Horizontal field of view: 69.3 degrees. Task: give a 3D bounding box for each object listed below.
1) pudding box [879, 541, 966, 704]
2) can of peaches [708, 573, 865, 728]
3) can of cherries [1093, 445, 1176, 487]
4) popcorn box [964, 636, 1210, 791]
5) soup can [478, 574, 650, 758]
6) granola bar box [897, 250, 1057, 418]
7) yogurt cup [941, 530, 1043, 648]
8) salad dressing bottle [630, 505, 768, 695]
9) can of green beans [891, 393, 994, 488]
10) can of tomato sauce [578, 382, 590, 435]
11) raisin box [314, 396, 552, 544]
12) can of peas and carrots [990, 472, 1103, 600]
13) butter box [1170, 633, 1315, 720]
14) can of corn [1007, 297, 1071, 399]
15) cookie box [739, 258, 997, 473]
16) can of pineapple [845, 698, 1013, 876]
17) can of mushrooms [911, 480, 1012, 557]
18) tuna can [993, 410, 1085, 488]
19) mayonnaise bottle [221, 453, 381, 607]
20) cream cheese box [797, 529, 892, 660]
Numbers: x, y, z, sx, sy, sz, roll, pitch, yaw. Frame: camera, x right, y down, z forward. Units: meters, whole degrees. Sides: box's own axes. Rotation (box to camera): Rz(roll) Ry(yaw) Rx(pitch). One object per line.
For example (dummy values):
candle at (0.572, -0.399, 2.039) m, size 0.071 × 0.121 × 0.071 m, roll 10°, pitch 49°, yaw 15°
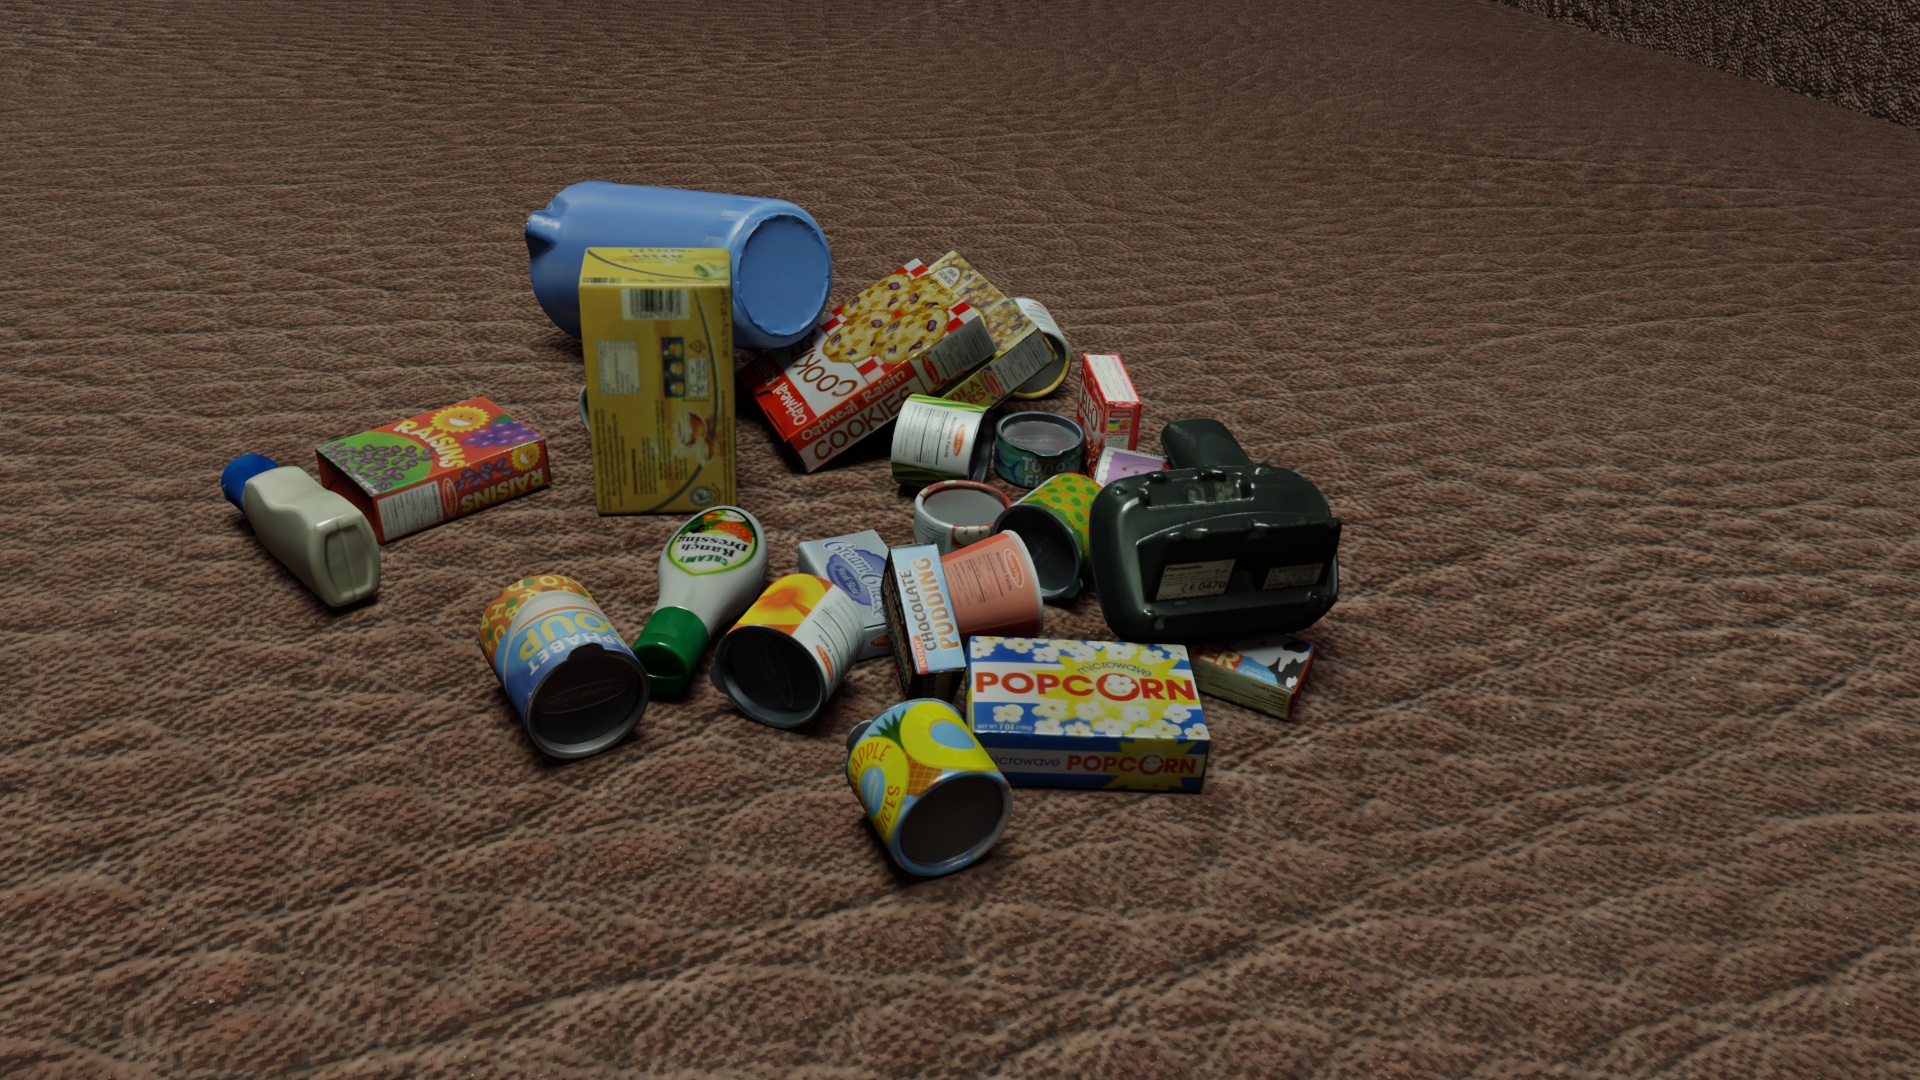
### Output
pudding box at (-0.022, 0.049, 0.783) m, size 0.030 × 0.049 × 0.084 m, roll -5°, pitch 58°, yaw -14°
can of peaches at (-0.095, 0.060, 0.767) m, size 0.071 × 0.071 × 0.058 m, roll 13°, pitch 32°, yaw 15°
can of cherries at (0.118, -0.024, 0.935) m, size 0.058 × 0.071 × 0.072 m, roll 11°, pitch 32°, yaw 9°
popcorn box at (0.066, 0.093, 0.758) m, size 0.127 × 0.038 × 0.085 m, roll 3°, pitch 31°, yaw -3°
soup can at (-0.212, 0.063, 0.741) m, size 0.071 × 0.071 × 0.084 m, roll -16°, pitch 37°, yaw -30°
granola bar box at (-0.015, -0.151, 1.094) m, size 0.124 × 0.039 × 0.166 m, roll -36°, pitch 39°, yaw -1°
yogurt cup at (0.013, 0.032, 0.829) m, size 0.054 × 0.072 × 0.072 m, roll -14°, pitch 35°, yaw -14°
salad dressing bottle at (-0.156, 0.034, 0.822) m, size 0.064 × 0.043 × 0.148 m, roll 8°, pitch 32°, yaw 4°
can of green beans at (-0.012, -0.067, 0.984) m, size 0.058 × 0.071 × 0.071 m, roll 11°, pitch 32°, yaw 12°
can of tomato sauce at (-0.231, -0.107, 1.023) m, size 0.071 × 0.070 × 0.083 m, roll 15°, pitch 33°, yaw 17°
raisin box at (-0.354, -0.050, 0.938) m, size 0.086 × 0.039 × 0.124 m, roll 29°, pitch 40°, yaw 35°
can of peas and carrots at (0.064, -0.002, 0.889) m, size 0.071 × 0.070 × 0.059 m, roll 22°, pitch 35°, yaw 27°
butter box at (0.153, 0.068, 0.824) m, size 0.103 × 0.024 × 0.053 m, roll 17°, pitch 34°, yaw 20°
can of corn at (0.051, -0.155, 1.137) m, size 0.071 × 0.070 × 0.058 m, roll -4°, pitch 35°, yaw -13°
cookie box at (-0.073, -0.135, 1.044) m, size 0.167 × 0.040 × 0.123 m, roll -33°, pitch 39°, yaw -5°
can of pineapple at (-0.017, 0.120, 0.676) m, size 0.071 × 0.070 × 0.058 m, roll -11°, pitch 35°, yaw -24°
can of mushrooms at (0.003, -0.012, 0.927) m, size 0.071 × 0.033 × 0.071 m, roll 3°, pitch 31°, yaw -2°
tuna can at (0.058, -0.066, 1.022) m, size 0.071 × 0.032 × 0.071 m, roll 3°, pitch 31°, yaw -2°
mayonnaise bottle at (-0.408, -0.014, 0.854) m, size 0.041 × 0.064 × 0.148 m, roll -25°, pitch 39°, yaw -38°
cream cheese box at (-0.059, 0.031, 0.857) m, size 0.053 × 0.024 × 0.104 m, roll -10°, pitch 34°, yaw -23°
